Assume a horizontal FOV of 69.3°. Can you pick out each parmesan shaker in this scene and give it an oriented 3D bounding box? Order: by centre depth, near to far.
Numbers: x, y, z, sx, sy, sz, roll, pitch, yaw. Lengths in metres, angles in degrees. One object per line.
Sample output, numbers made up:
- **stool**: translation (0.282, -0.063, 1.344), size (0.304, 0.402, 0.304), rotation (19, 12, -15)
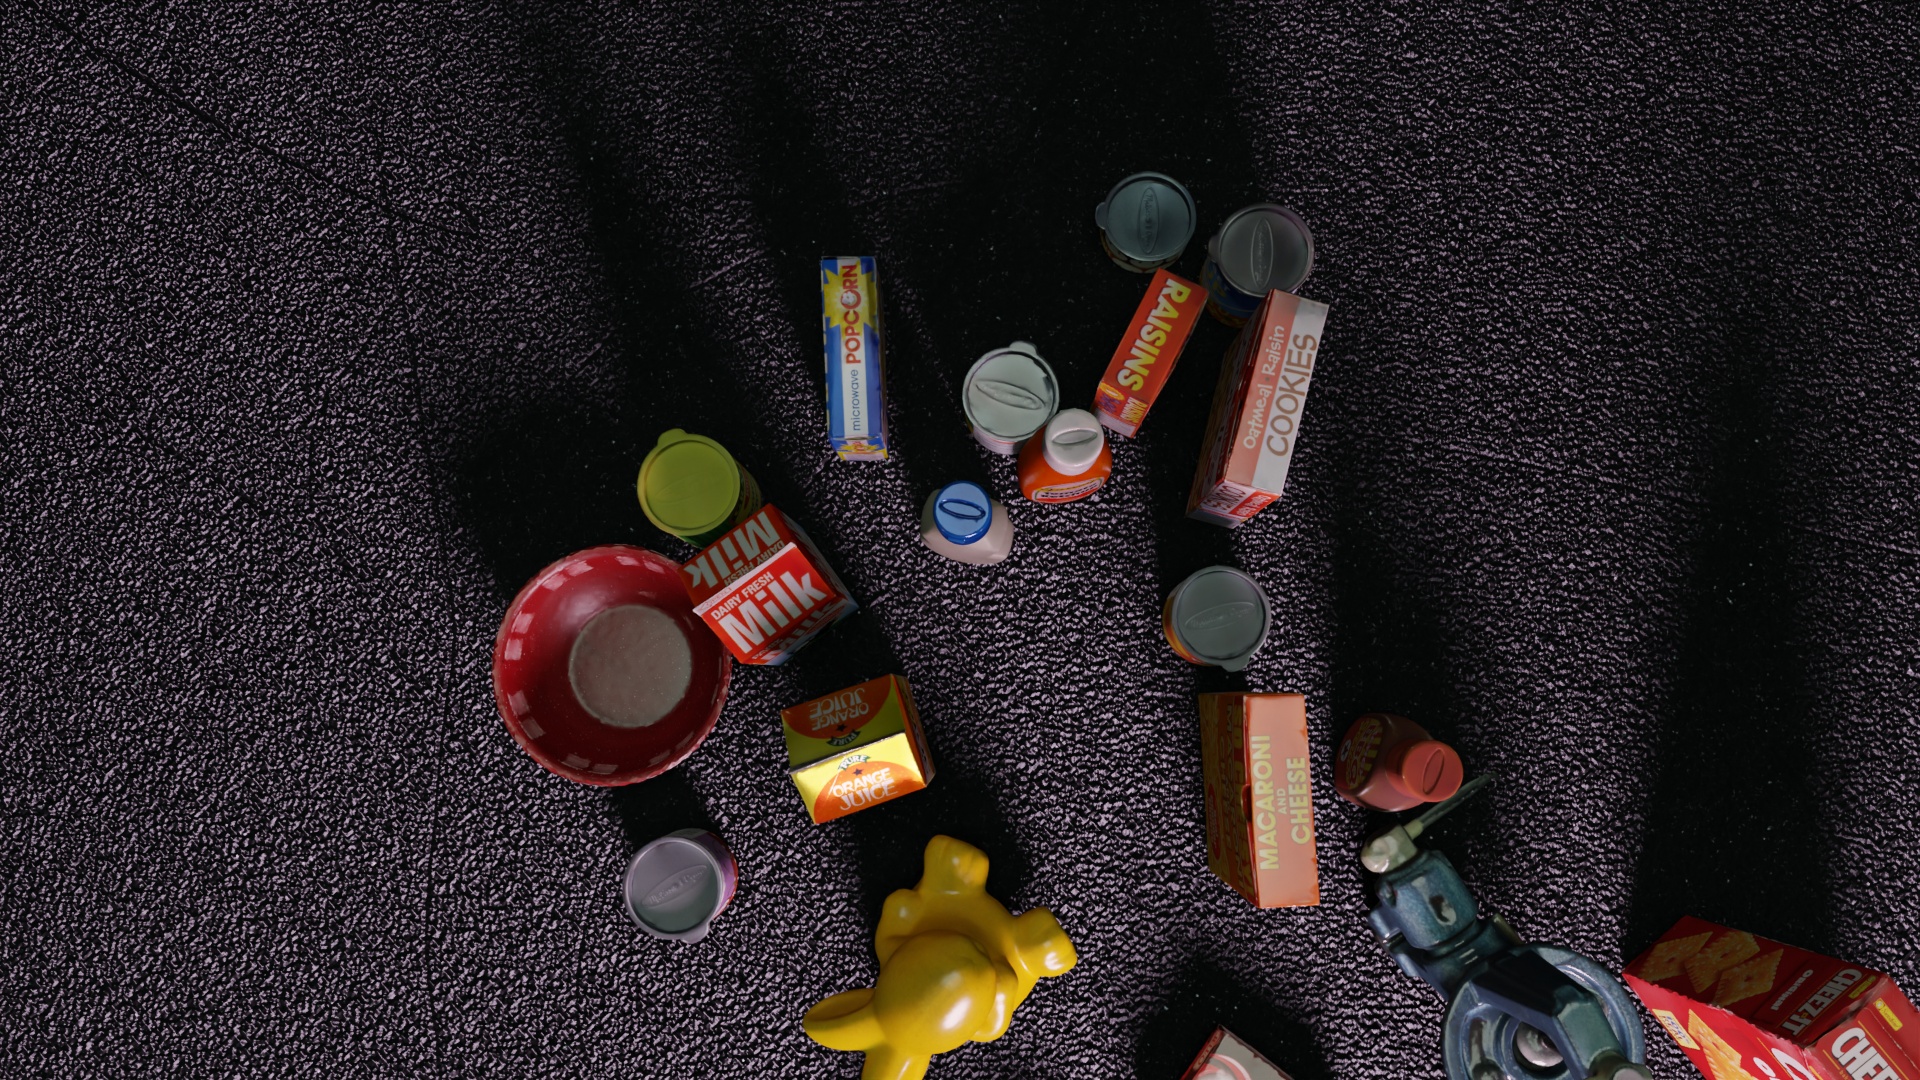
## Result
- **parmesan shaker**: translation (-0.174, -0.033, 0.941), size (0.071, 0.103, 0.071), rotation (0, 84, 1)

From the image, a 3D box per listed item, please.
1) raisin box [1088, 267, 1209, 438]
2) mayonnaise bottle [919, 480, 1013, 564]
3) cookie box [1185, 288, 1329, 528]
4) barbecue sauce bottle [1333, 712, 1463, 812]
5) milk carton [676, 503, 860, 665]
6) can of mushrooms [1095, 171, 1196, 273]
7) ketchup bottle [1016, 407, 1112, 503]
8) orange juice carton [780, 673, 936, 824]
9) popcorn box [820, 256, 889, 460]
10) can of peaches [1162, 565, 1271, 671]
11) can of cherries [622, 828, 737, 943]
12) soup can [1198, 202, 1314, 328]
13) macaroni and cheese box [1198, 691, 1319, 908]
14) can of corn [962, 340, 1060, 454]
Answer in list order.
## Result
- **raisin box**: translation (0.125, -0.123, 0.936), size (0.040, 0.123, 0.086), rotation (28, 85, 4)
- **mayonnaise bottle**: translation (0.003, -0.011, 0.913), size (0.065, 0.148, 0.041), rotation (12, 84, 3)
- **cookie box**: translation (0.189, -0.080, 0.908), size (0.040, 0.167, 0.123), rotation (15, 84, 3)
- **barbecue sauce bottle**: translation (0.280, 0.144, 0.889), size (0.044, 0.148, 0.065), rotation (21, 85, 3)
- **milk carton**: translation (-0.122, 0.031, 0.889), size (0.072, 0.190, 0.073), rotation (-36, 84, -3)
- **can of mushrooms**: translation (0.131, -0.227, 0.994), size (0.071, 0.033, 0.071), rotation (0, 83, 1)
- **ketchup bottle**: translation (0.070, -0.056, 0.916), size (0.065, 0.148, 0.043), rotation (-10, 84, 0)
- **orange juice carton**: translation (-0.062, 0.129, 0.875), size (0.072, 0.192, 0.073), rotation (-18, 84, -1)
- **popcorn box**: translation (-0.072, -0.123, 0.959), size (0.038, 0.085, 0.127), rotation (-3, 83, 1)
- **can of peaches**: translation (0.174, 0.055, 0.947), size (0.071, 0.058, 0.071), rotation (0, 83, 1)
- **can of cherries**: translation (-0.186, 0.232, 0.932), size (0.071, 0.058, 0.071), rotation (0, 83, 1)
- **soup can**: translation (0.200, -0.189, 0.963), size (0.071, 0.083, 0.071), rotation (0, 84, 1)
- **macaroni and cheese box**: translation (0.185, 0.158, 0.880), size (0.040, 0.166, 0.124), rotation (-3, 84, 1)
- **can of corn**: translation (0.036, -0.099, 0.968), size (0.071, 0.058, 0.071), rotation (0, 83, 1)
